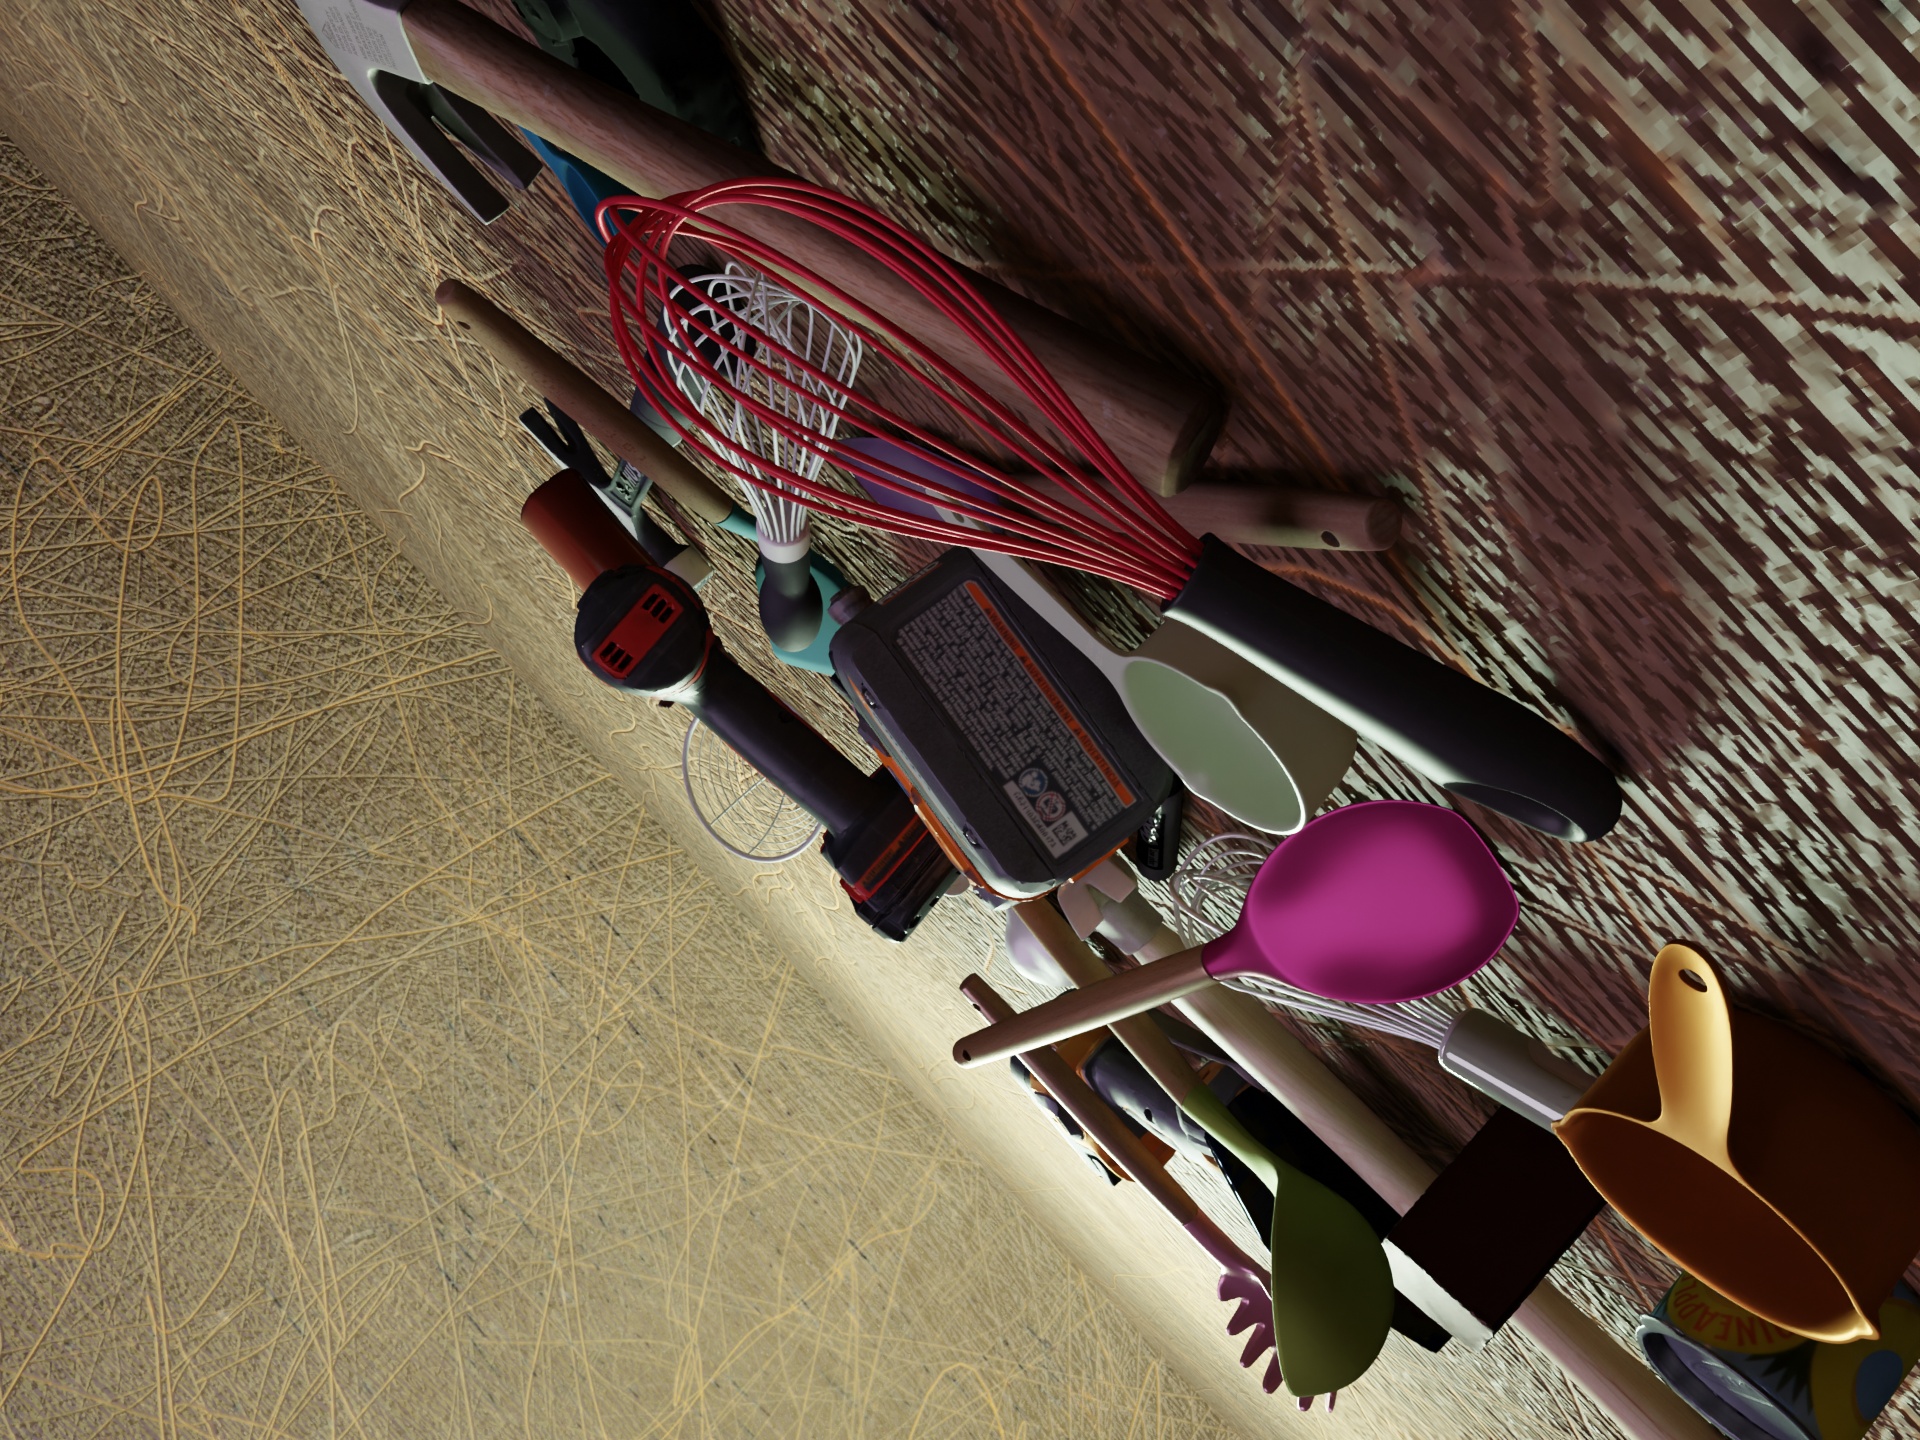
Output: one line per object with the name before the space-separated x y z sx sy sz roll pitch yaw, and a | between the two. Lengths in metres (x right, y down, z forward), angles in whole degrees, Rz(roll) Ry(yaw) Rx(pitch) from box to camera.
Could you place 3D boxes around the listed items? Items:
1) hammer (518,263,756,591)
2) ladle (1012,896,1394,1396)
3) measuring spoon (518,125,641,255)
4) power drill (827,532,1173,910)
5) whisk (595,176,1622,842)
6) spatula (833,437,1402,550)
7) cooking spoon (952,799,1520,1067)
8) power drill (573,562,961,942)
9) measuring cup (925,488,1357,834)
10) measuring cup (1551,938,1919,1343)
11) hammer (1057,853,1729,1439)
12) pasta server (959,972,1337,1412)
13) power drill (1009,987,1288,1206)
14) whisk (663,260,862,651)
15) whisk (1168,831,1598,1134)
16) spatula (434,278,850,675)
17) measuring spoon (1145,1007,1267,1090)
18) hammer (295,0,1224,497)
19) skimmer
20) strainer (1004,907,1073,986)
hammer | -0.160 -0.150 0.814 0.149 0.036 0.409 50 164 -8
ladle | 0.079 0.155 0.698 0.320 0.062 0.078 47 163 51
measuring spoon | -0.163 -0.240 0.634 0.129 0.021 0.042 53 167 10
power drill | -0.001 -0.002 0.648 0.164 0.084 0.226 54 173 3
whisk | 0.039 -0.046 0.394 0.295 0.073 0.073 30 166 -6
spatula | 0.032 -0.071 0.521 0.059 0.018 0.316 47 167 -25
cooking spoon | 0.082 0.097 0.607 0.069 0.017 0.319 58 142 2
power drill | -0.100 0.003 0.819 0.226 0.080 0.188 40 178 -10
measuring cup | 0.058 -0.033 0.514 0.168 0.038 0.083 43 165 17
measuring cup | 0.205 0.093 0.412 0.095 0.052 0.173 32 157 44
hammer | 0.200 0.208 0.703 0.410 0.038 0.146 43 -179 4
pasta server | 0.104 0.259 0.874 0.316 0.040 0.060 48 144 -9
power drill | 0.148 0.255 0.942 0.185 0.084 0.226 53 159 -23
whisk | -0.073 -0.093 0.644 0.070 0.070 0.284 43 163 12
whisk | 0.171 0.108 0.565 0.247 0.059 0.057 29 -166 39
spatula | -0.128 -0.099 0.730 0.082 0.044 0.317 11 165 31
measuring spoon | 0.121 0.154 0.789 0.124 0.018 0.034 29 -160 -36
hammer | -0.072 -0.154 0.465 0.331 0.031 0.130 32 162 16
skimmer | -0.096 0.059 1.013 0.363 0.090 0.127 -156 63 -67
strainer | 0.017 0.078 0.916 0.258 0.050 0.087 57 177 -23
